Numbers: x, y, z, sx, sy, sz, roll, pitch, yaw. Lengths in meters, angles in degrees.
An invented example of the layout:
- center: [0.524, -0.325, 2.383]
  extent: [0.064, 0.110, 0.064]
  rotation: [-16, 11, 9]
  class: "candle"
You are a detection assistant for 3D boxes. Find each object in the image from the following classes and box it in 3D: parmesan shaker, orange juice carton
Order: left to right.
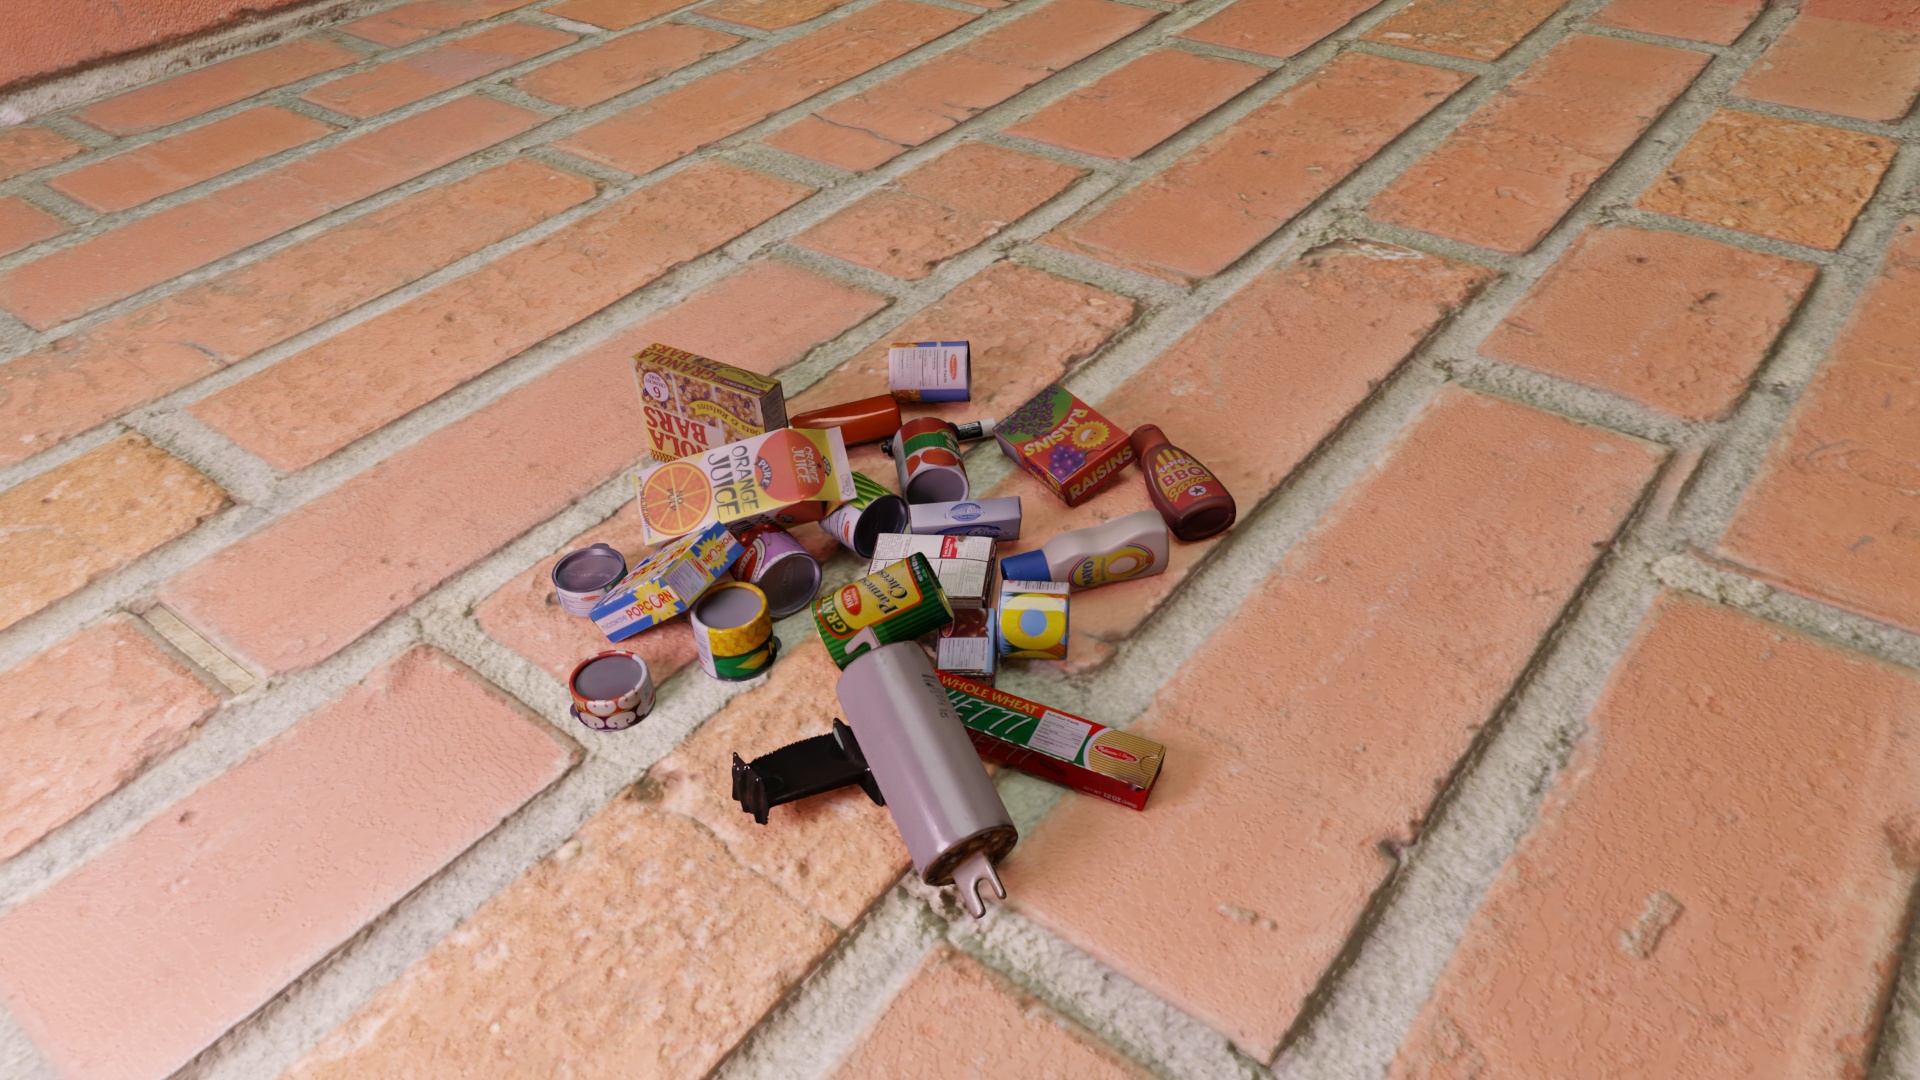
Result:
- center: [-0.192, -0.046, 1.266]
  extent: [0.193, 0.073, 0.072]
  rotation: [-16, 75, 8]
  class: "orange juice carton"
- center: [-0.066, 0.058, 1.167]
  extent: [0.103, 0.071, 0.071]
  rotation: [-26, 39, 3]
  class: "parmesan shaker"

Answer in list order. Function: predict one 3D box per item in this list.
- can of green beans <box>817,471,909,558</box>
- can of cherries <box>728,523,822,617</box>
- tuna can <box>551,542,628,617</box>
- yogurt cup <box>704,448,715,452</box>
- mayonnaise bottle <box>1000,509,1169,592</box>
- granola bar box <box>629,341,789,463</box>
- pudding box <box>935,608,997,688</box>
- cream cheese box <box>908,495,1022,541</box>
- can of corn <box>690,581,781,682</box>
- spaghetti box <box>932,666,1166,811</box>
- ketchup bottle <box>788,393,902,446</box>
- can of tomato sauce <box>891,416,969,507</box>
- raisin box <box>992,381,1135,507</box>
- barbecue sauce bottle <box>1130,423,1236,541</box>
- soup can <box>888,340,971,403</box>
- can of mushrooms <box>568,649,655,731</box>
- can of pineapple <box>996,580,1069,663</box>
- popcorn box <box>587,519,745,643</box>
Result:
- center: [-0.092, -0.024, 1.299]
  extent: [0.071, 0.071, 0.058]
  rotation: [-31, 45, -31]
  class: "can of green beans"
- center: [-0.168, 0.026, 1.239]
  extent: [0.072, 0.071, 0.058]
  rotation: [-24, 42, -24]
  class: "can of cherries"
- center: [-0.335, 0.036, 1.268]
  extent: [0.071, 0.032, 0.071]
  rotation: [-2, 38, 2]
  class: "tuna can"
- center: [-0.228, -0.049, 1.345]
  extent: [0.054, 0.072, 0.073]
  rotation: [27, 47, 22]
  class: "yogurt cup"
- center: [0.111, 0.016, 1.237]
  extent: [0.148, 0.064, 0.041]
  rotation: [-14, 47, -7]
  class: "mayonnaise bottle"
- center: [-0.246, -0.120, 1.386]
  extent: [0.166, 0.123, 0.039]
  rotation: [19, 43, 26]
  class: "granola bar box"
- center: [0.006, 0.094, 1.169]
  extent: [0.050, 0.030, 0.084]
  rotation: [-2, 38, 4]
  class: "pudding box"
- center: [0.005, -0.016, 1.289]
  extent: [0.104, 0.053, 0.024]
  rotation: [-5, 65, -2]
  class: "cream cheese box"
- center: [-0.191, 0.076, 1.184]
  extent: [0.071, 0.058, 0.071]
  rotation: [-2, 38, 2]
  class: "can of corn"
- center: [0.035, 0.145, 1.089]
  extent: [0.250, 0.028, 0.050]
  rotation: [17, 41, 19]
  class: "spaghetti box"
- center: [-0.137, -0.116, 1.435]
  extent: [0.149, 0.043, 0.065]
  rotation: [-13, 19, -10]
  class: "ketchup bottle"
- center: [-0.028, -0.071, 1.353]
  extent: [0.071, 0.070, 0.083]
  rotation: [-8, 39, -5]
  class: "can of tomato sauce"
- center: [0.102, -0.097, 1.380]
  extent: [0.086, 0.040, 0.124]
  rotation: [-36, 46, -11]
  class: "raisin box"
- center: [0.207, -0.059, 1.338]
  extent: [0.065, 0.043, 0.149]
  rotation: [-17, 39, -8]
  class: "barbecue sauce bottle"
- center: [-0.032, -0.181, 1.498]
  extent: [0.084, 0.071, 0.072]
  rotation: [-1, 38, 4]
  class: "soup can"
- center: [-0.291, 0.124, 1.151]
  extent: [0.071, 0.033, 0.071]
  rotation: [-2, 39, 2]
  class: "can of mushrooms"
- center: [0.062, 0.069, 1.170]
  extent: [0.058, 0.070, 0.071]
  rotation: [2, 38, 7]
  class: "can of pineapple"
- center: [-0.256, 0.036, 1.205]
  extent: [0.126, 0.038, 0.085]
  rotation: [-23, 20, 42]
  class: "popcorn box"
